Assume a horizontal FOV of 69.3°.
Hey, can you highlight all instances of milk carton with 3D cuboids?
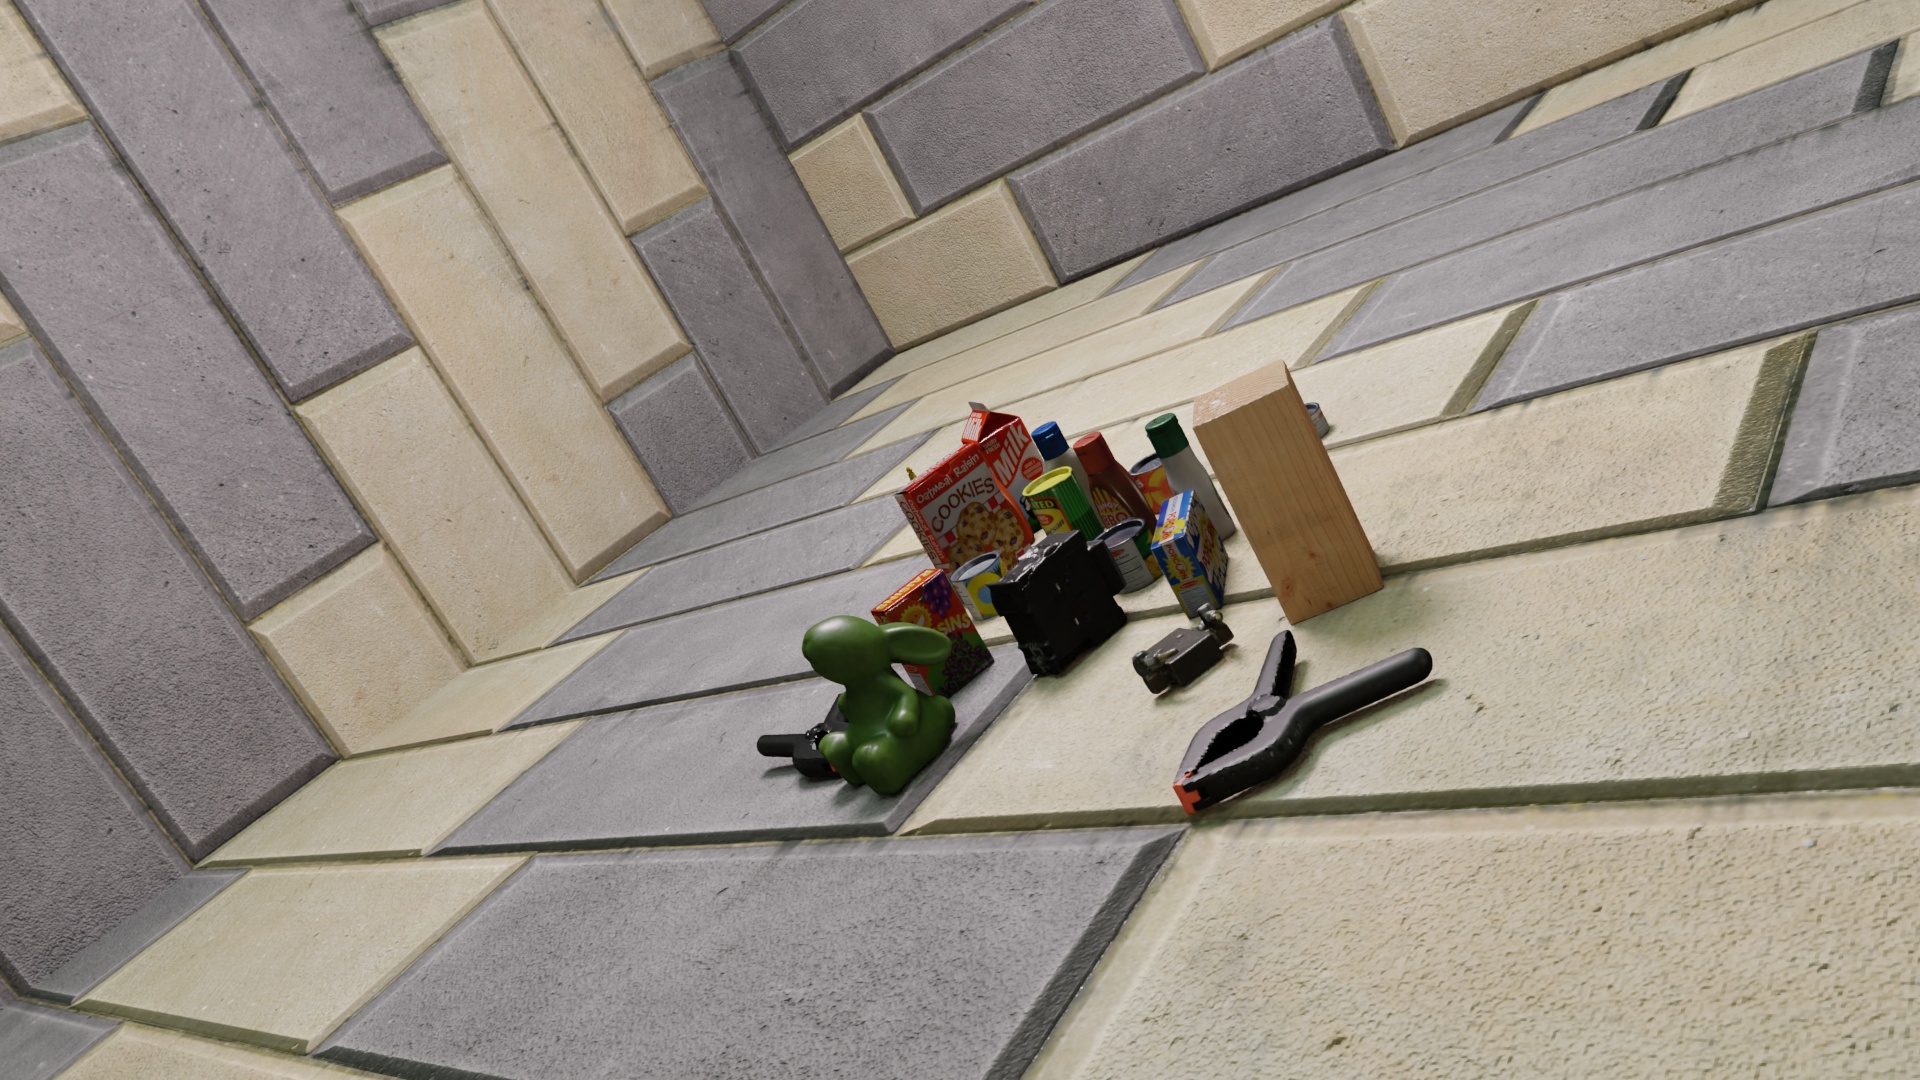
[{"bbox_3d":[0.065,-0.105,1.880,0.073,0.190,0.072,-32,15,-12],"label":"milk carton"}]

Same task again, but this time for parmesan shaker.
[{"bbox_3d":[0.130,-0.029,1.682,0.071,0.103,0.071,-27,15,8],"label":"parmesan shaker"}]

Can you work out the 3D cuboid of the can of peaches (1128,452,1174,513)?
[{"bbox_3d":[0.246,-0.072,1.697,0.071,0.058,0.071,-27,15,8],"label":"can of peaches"}]

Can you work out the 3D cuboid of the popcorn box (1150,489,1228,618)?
[{"bbox_3d":[0.232,0.012,1.396,0.038,0.085,0.127,-23,16,22],"label":"popcorn box"}]

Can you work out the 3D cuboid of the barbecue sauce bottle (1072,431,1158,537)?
[{"bbox_3d":[0.177,-0.053,1.584,0.044,0.148,0.064,-39,17,-32],"label":"barbecue sauce bottle"}]

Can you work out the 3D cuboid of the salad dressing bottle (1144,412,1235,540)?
[{"bbox_3d":[0.247,-0.067,1.504,0.044,0.147,0.064,-29,15,1],"label":"salad dressing bottle"}]

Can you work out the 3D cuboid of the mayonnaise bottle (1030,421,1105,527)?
[{"bbox_3d":[0.138,-0.078,1.740,0.065,0.147,0.041,-30,15,-2],"label":"mayonnaise bottle"}]

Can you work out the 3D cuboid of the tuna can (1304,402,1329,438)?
[{"bbox_3d":[0.403,-0.135,1.664,0.071,0.032,0.071,-27,15,8],"label":"tuna can"}]

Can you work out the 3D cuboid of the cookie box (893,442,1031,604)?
[{"bbox_3d":[0.006,-0.022,1.759,0.123,0.167,0.040,-39,17,-31],"label":"cookie box"}]

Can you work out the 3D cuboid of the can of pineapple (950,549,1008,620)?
[{"bbox_3d":[0.032,0.054,1.674,0.071,0.057,0.071,-27,15,8],"label":"can of pineapple"}]

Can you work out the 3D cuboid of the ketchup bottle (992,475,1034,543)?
[{"bbox_3d":[0.038,-0.051,1.831,0.064,0.148,0.044,-27,15,9],"label":"ketchup bottle"}]

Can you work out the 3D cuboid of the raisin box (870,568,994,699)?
[{"bbox_3d":[-0.030,0.103,1.500,0.086,0.123,0.040,-36,16,-25],"label":"raisin box"}]

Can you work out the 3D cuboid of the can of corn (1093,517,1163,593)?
[{"bbox_3d":[0.185,0.016,1.519,0.071,0.058,0.071,-27,15,8],"label":"can of corn"}]

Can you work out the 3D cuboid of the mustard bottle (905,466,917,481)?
[{"bbox_3d":[-0.033,-0.034,1.883,0.065,0.160,0.048,-39,17,-33],"label":"mustard bottle"}]
